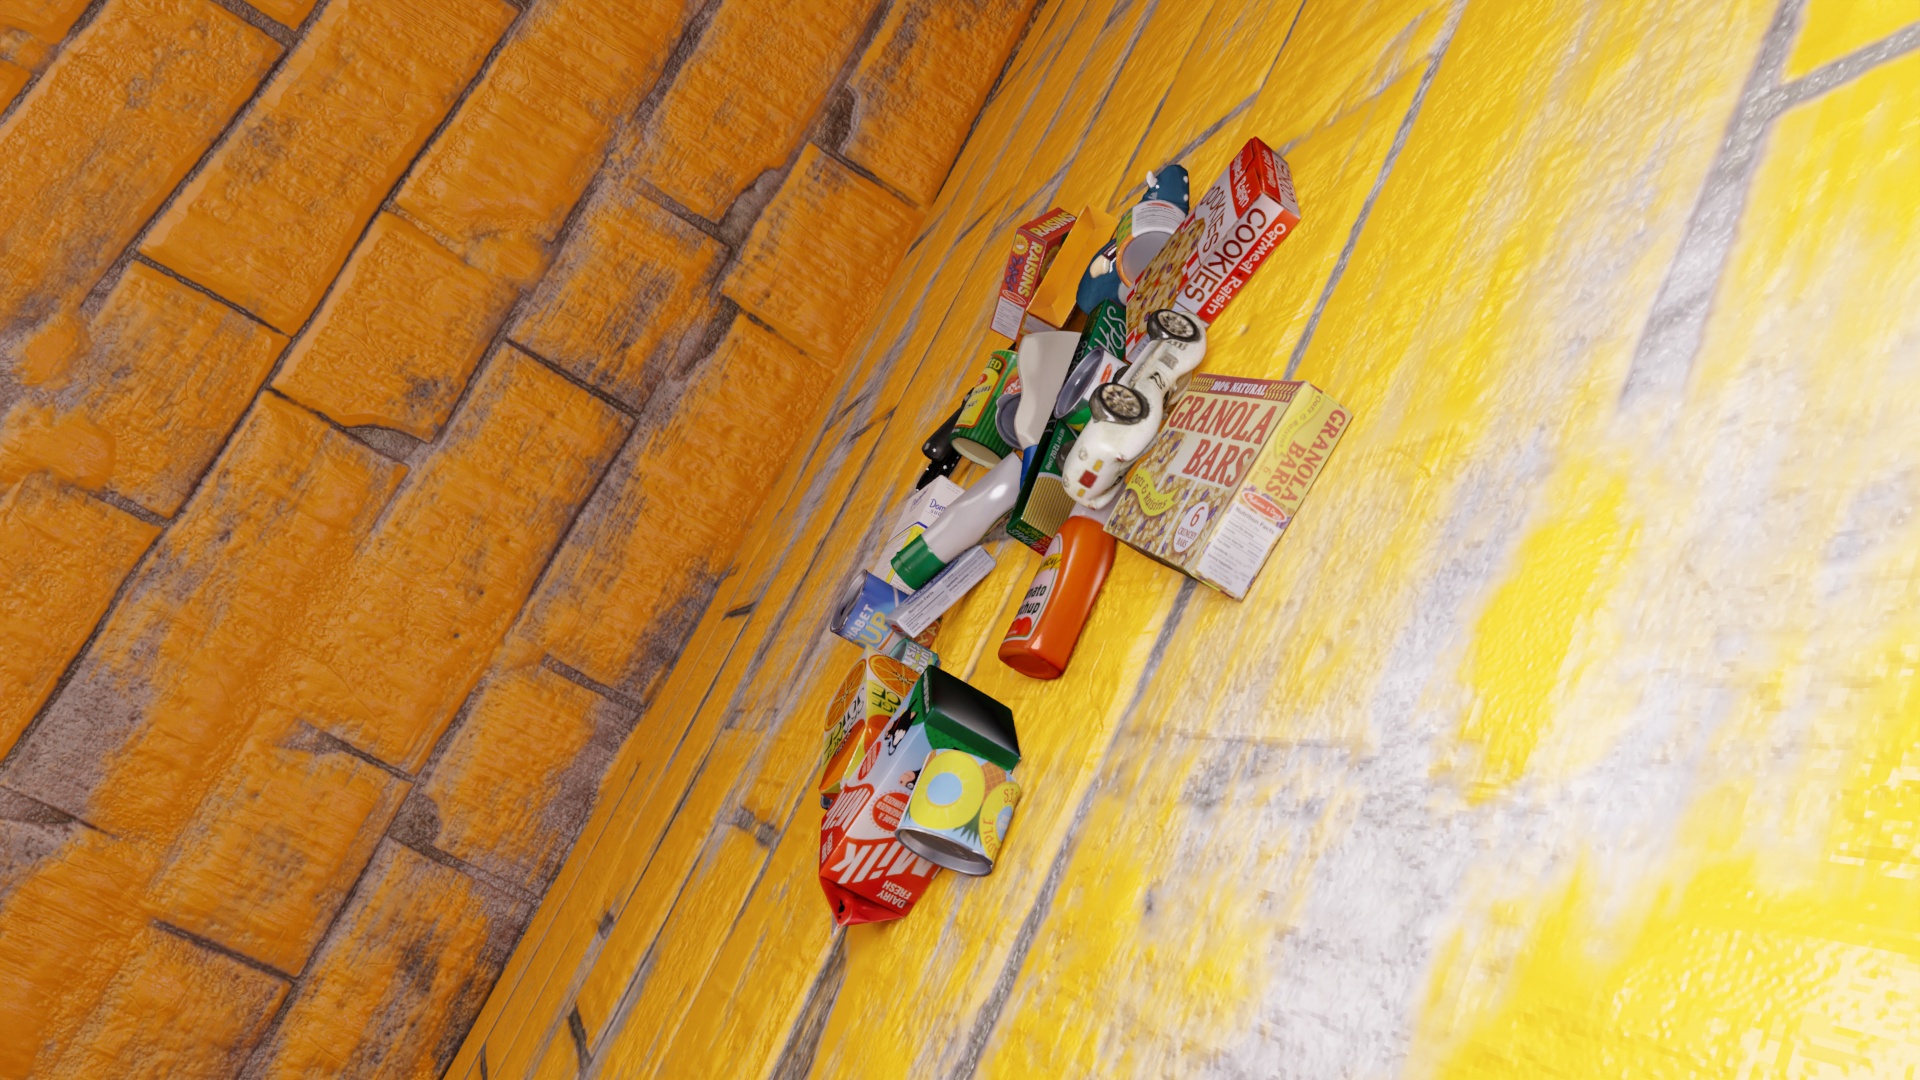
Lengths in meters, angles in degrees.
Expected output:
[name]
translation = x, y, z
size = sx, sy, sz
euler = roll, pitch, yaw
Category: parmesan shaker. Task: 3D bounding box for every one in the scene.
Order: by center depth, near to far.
[parmesan shaker]
translation = 0.040, -0.130, 1.384
size = 0.103, 0.071, 0.071
euler = -63, 14, -16

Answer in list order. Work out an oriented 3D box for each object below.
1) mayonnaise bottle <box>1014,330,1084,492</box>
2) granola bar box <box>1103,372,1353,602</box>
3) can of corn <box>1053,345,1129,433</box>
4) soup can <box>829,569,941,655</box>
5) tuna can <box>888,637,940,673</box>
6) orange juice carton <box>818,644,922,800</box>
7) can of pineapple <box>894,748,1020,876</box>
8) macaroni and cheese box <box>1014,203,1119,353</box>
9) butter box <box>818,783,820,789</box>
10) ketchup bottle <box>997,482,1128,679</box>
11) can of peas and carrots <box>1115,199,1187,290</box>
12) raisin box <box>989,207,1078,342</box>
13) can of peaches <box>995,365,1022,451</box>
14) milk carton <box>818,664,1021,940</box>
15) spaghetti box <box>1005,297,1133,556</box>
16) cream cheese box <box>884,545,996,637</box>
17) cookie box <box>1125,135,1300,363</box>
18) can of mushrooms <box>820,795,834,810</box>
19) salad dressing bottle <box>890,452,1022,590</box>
[mayonnaise bottle]
translation = 0.075, -0.107, 1.191
size = 0.041, 0.065, 0.148
euler = 55, -141, -62
[granola bar box]
translation = 0.155, -0.039, 0.839
size = 0.124, 0.039, 0.166
euler = -59, 14, 1
[can of corn]
translation = 0.115, -0.109, 1.090
size = 0.071, 0.058, 0.071
euler = -54, 15, 21
[soup can]
translation = -0.070, 0.078, 1.295
size = 0.071, 0.084, 0.071
euler = -54, 14, 21
[tuna can]
translation = -0.049, 0.121, 1.236
size = 0.071, 0.033, 0.071
euler = -54, 14, 21
[orange juice carton]
translation = -0.063, 0.165, 1.111
size = 0.073, 0.072, 0.193
euler = -56, 14, 15
[can of pineapple]
translation = 0.001, 0.173, 0.884
size = 0.070, 0.071, 0.058
euler = -36, 27, 59
[macaroni and cheese box]
translation = 0.103, -0.250, 1.386
size = 0.124, 0.040, 0.166
euler = -61, -1, -7
[butter box]
translation = -0.092, 0.186, 1.270
size = 0.053, 0.024, 0.104
euler = -29, 33, 63
[ketchup bottle]
translation = 0.078, 0.023, 0.972
size = 0.149, 0.043, 0.064
euler = -63, 13, -19
[can of peas and carrots]
translation = 0.166, -0.248, 1.192
size = 0.070, 0.071, 0.059
euler = -51, 17, 32
[raisin box]
translation = 0.081, -0.283, 1.481
size = 0.086, 0.040, 0.122
euler = -37, -27, -47
[can of peaches]
translation = 0.067, -0.124, 1.267
size = 0.071, 0.071, 0.058
euler = -50, 15, 35
[milk carton]
translation = -0.041, 0.191, 0.975
size = 0.190, 0.073, 0.072
euler = -56, 14, 16
[spaghetti box]
translation = 0.099, -0.097, 1.137
size = 0.028, 0.050, 0.251
euler = -37, 25, 54
[cream cheese box]
translation = -0.018, 0.045, 1.239
size = 0.104, 0.024, 0.053
euler = -42, 11, -13
[cookie box]
translation = 0.193, -0.222, 1.090
size = 0.166, 0.040, 0.123
euler = -51, 16, 31
[can of mushrooms]
translation = -0.090, 0.209, 1.194
size = 0.070, 0.033, 0.071
euler = -53, 15, 21
[salad dressing bottle]
translation = 0.004, -0.015, 1.227
size = 0.147, 0.044, 0.064
euler = -40, 5, 7
